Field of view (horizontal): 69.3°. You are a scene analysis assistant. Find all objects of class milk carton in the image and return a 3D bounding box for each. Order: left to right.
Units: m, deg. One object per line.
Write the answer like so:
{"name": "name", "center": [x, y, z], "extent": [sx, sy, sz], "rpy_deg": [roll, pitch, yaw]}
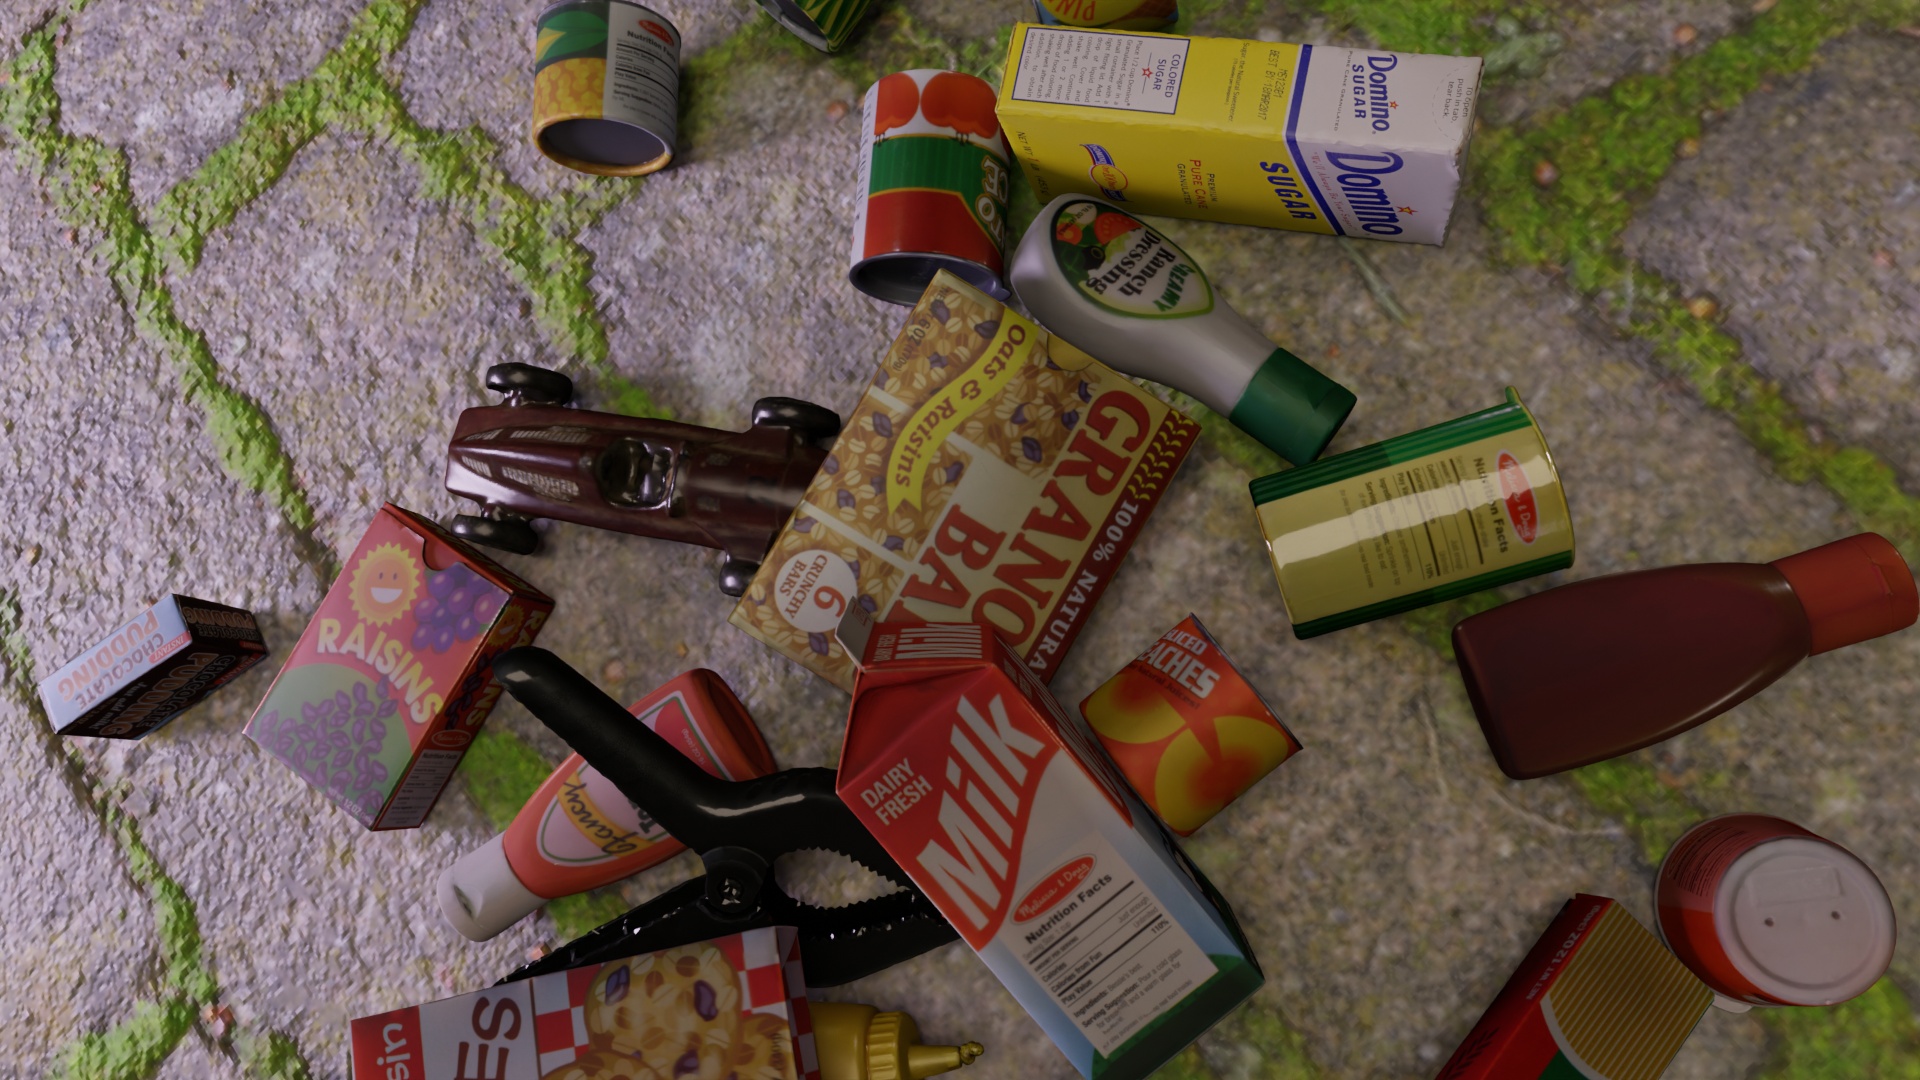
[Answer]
{"name": "milk carton", "center": [0.019, 0.099, 0.507], "extent": [0.073, 0.072, 0.190], "rpy_deg": [-40, 96, 5]}

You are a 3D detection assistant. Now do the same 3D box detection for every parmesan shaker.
{"name": "parmesan shaker", "center": [0.167, -0.009, 0.526], "extent": [0.103, 0.071, 0.071], "rpy_deg": [-17, 76, 12]}

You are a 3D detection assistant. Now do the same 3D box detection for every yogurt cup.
{"name": "yogurt cup", "center": [0.281, 0.128, 0.477], "extent": [0.072, 0.054, 0.072], "rpy_deg": [-3, 78, 14]}

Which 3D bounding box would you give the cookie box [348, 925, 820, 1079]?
{"name": "cookie box", "center": [-0.134, 0.221, 0.512], "extent": [0.167, 0.040, 0.123], "rpy_deg": [-13, 73, 4]}

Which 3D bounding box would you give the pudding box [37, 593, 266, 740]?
{"name": "pudding box", "center": [-0.384, 0.061, 0.662], "extent": [0.083, 0.049, 0.030], "rpy_deg": [-32, 72, 6]}

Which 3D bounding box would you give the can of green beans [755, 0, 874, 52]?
{"name": "can of green beans", "center": [-0.066, -0.267, 0.634], "extent": [0.071, 0.071, 0.058], "rpy_deg": [38, 91, 18]}

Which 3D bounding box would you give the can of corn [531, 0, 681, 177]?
{"name": "can of corn", "center": [-0.167, -0.210, 0.651], "extent": [0.071, 0.071, 0.058], "rpy_deg": [-3, 80, 14]}

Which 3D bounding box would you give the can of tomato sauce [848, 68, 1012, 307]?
{"name": "can of tomato sauce", "center": [-0.010, -0.150, 0.598], "extent": [0.071, 0.071, 0.083], "rpy_deg": [1, 80, 15]}

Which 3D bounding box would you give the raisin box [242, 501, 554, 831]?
{"name": "raisin box", "center": [-0.257, 0.057, 0.636], "extent": [0.086, 0.040, 0.123], "rpy_deg": [30, 87, 18]}

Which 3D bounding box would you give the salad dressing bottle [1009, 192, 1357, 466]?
{"name": "salad dressing bottle", "center": [0.090, -0.085, 0.569], "extent": [0.148, 0.043, 0.064], "rpy_deg": [37, 58, 12]}

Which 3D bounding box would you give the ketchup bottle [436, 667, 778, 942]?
{"name": "ketchup bottle", "center": [-0.154, 0.119, 0.596], "extent": [0.149, 0.043, 0.065], "rpy_deg": [-34, 82, 7]}

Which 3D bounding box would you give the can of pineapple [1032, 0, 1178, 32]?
{"name": "can of pineapple", "center": [0.057, -0.246, 0.598], "extent": [0.058, 0.071, 0.071], "rpy_deg": [-17, 76, 11]}

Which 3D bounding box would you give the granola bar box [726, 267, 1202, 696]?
{"name": "granola bar box", "center": [0.002, -0.007, 0.562], "extent": [0.124, 0.039, 0.165], "rpy_deg": [31, 88, -3]}

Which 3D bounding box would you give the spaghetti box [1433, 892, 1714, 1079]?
{"name": "spaghetti box", "center": [0.159, 0.228, 0.461], "extent": [0.050, 0.028, 0.251], "rpy_deg": [44, 74, 4]}

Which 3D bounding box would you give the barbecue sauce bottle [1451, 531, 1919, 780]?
{"name": "barbecue sauce bottle", "center": [0.262, 0.037, 0.505], "extent": [0.148, 0.043, 0.065], "rpy_deg": [-19, 76, 10]}

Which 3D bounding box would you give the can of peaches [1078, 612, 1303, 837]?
{"name": "can of peaches", "center": [0.086, 0.069, 0.530], "extent": [0.058, 0.071, 0.071], "rpy_deg": [-40, 73, 6]}

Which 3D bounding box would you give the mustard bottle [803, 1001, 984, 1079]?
{"name": "mustard bottle", "center": [-0.066, 0.215, 0.553], "extent": [0.160, 0.049, 0.065], "rpy_deg": [-11, 79, 11]}
